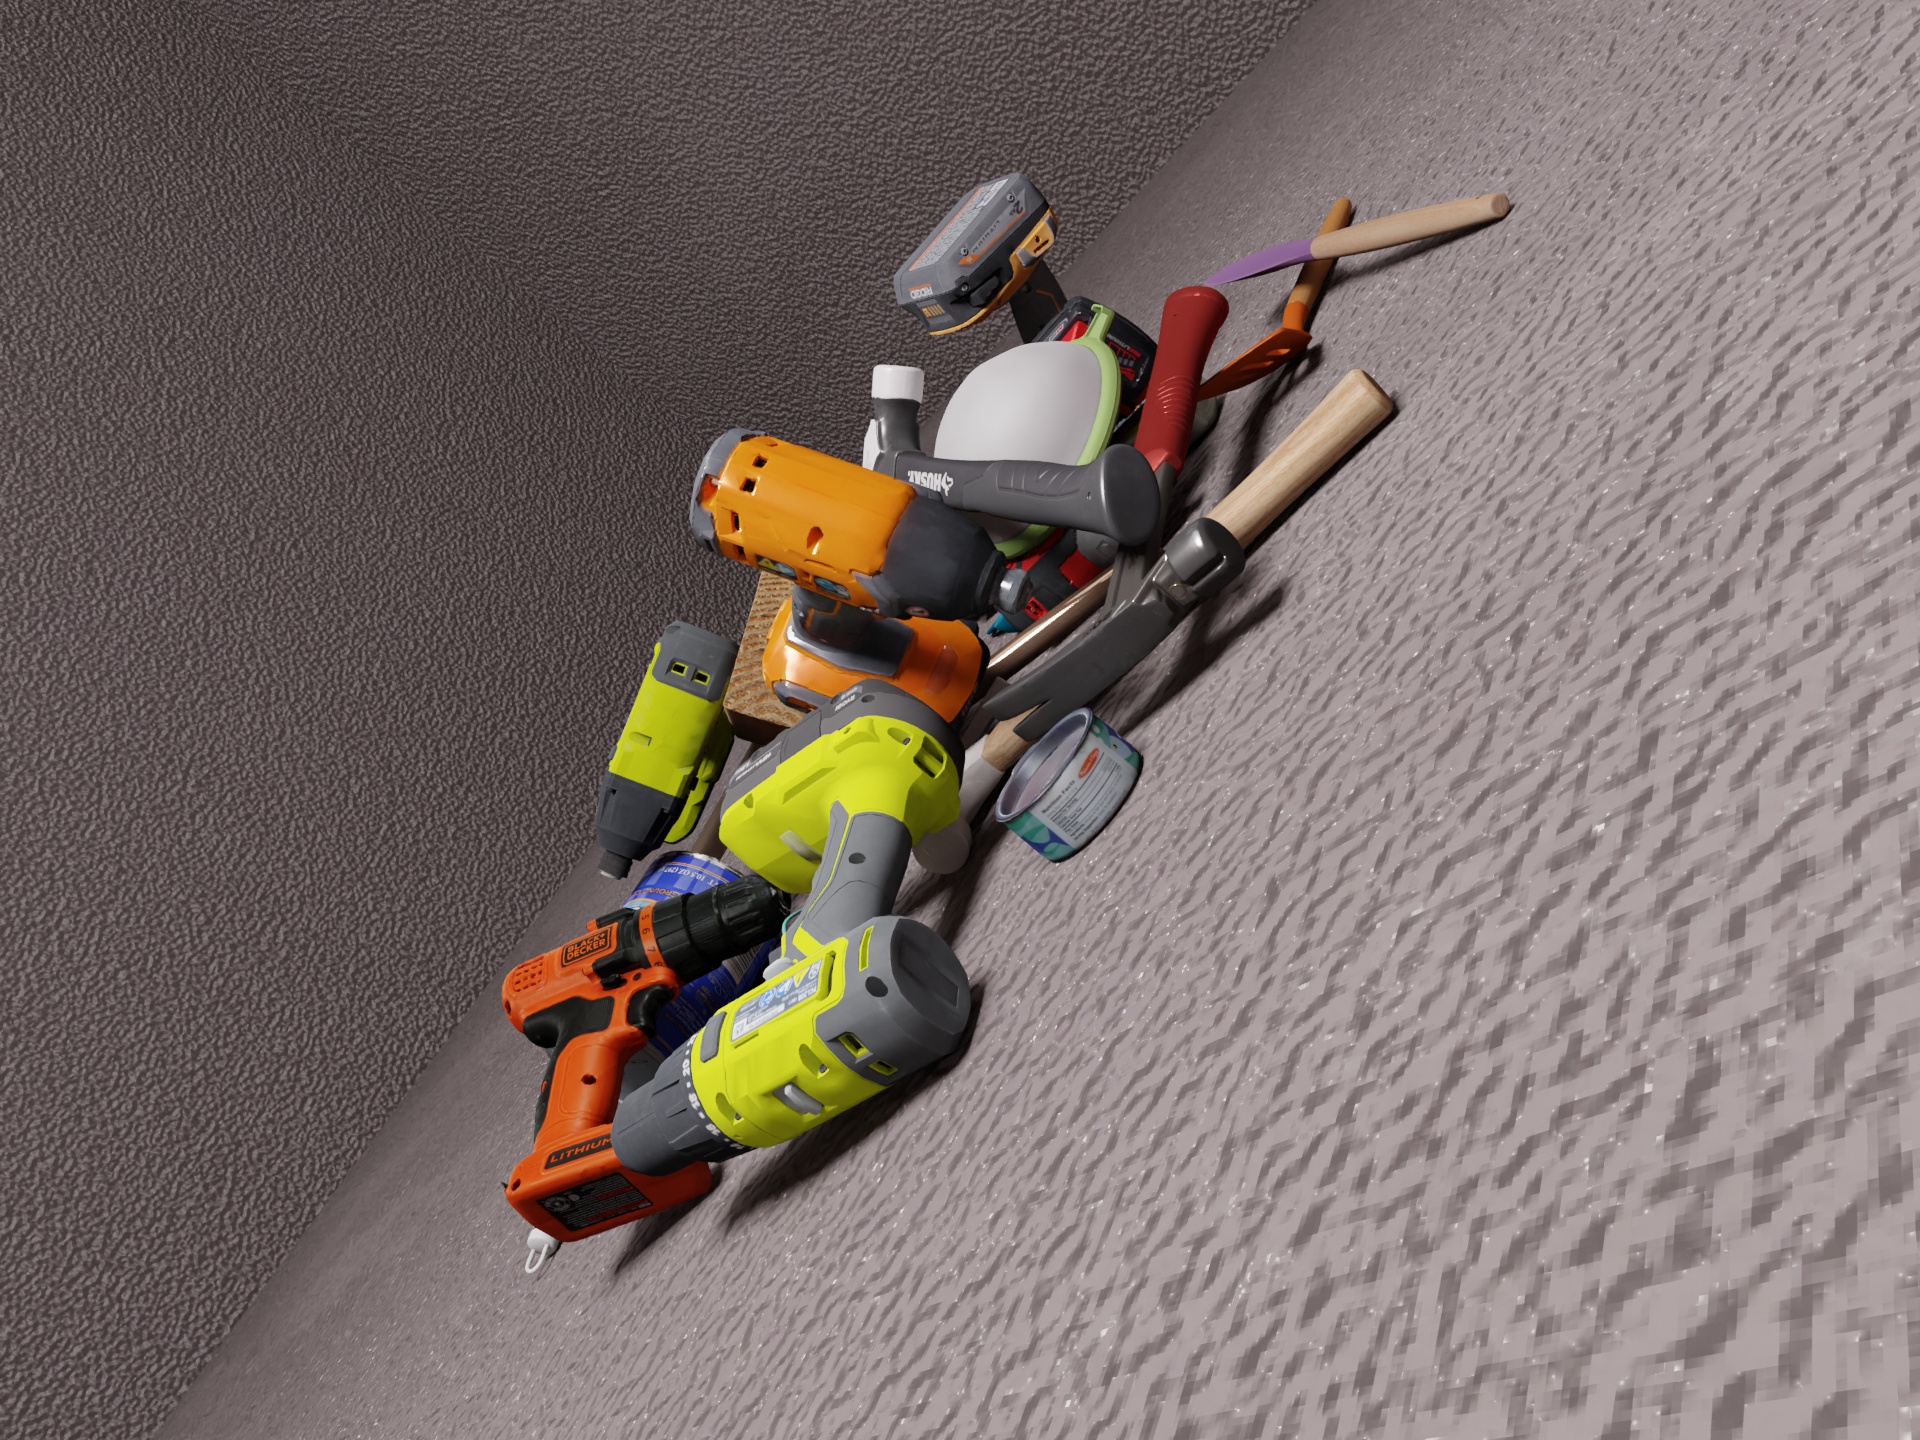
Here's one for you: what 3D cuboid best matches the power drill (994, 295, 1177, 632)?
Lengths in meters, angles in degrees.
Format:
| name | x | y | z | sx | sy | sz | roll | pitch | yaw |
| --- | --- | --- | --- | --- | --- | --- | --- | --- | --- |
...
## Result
| name | x | y | z | sx | sy | sz | roll | pitch | yaw |
| --- | --- | --- | --- | --- | --- | --- | --- | --- | --- |
| power drill | 0.080 | -0.168 | 1.032 | 0.143 | 0.078 | 0.220 | -43 | 32 | 37 |

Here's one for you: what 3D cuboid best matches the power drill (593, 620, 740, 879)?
| name | x | y | z | sx | sy | sz | roll | pitch | yaw |
| --- | --- | --- | --- | --- | --- | --- | --- | --- | --- |
| power drill | -0.210 | 0.026 | 1.126 | 0.223 | 0.080 | 0.171 | 160 | 132 | -82 |

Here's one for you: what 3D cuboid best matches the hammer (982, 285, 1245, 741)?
| name | x | y | z | sx | sy | sz | roll | pitch | yaw |
| --- | --- | --- | --- | --- | --- | --- | --- | --- | --- |
| hammer | 0.101 | -0.138 | 0.863 | 0.149 | 0.036 | 0.359 | -39 | 20 | 35 |

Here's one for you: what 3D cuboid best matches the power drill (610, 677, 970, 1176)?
| name | x | y | z | sx | sy | sz | roll | pitch | yaw |
| --- | --- | --- | --- | --- | --- | --- | --- | --- | --- |
| power drill | -0.078 | 0.101 | 0.761 | 0.190 | 0.080 | 0.229 | -33 | 29 | 27 |

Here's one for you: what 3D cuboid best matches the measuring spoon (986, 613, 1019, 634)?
| name | x | y | z | sx | sy | sz | roll | pitch | yaw |
| --- | --- | --- | --- | --- | --- | --- | --- | --- | --- |
| measuring spoon | 0.039 | -0.072 | 1.154 | 0.042 | 0.021 | 0.128 | -53 | 2 | -8 |

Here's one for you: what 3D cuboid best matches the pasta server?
| name | x | y | z | sx | sy | sz | roll | pitch | yaw |
| --- | --- | --- | --- | --- | --- | --- | --- | --- | --- |
| pasta server | -0.002 | -0.003 | 0.965 | 0.316 | 0.040 | 0.060 | -38 | 5 | 10 |

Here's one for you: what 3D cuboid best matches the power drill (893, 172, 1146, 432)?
| name | x | y | z | sx | sy | sz | roll | pitch | yaw |
| --- | --- | --- | --- | --- | --- | --- | --- | --- | --- |
| power drill | 0.049 | -0.260 | 1.178 | 0.084 | 0.226 | 0.185 | 6 | 53 | 54 |

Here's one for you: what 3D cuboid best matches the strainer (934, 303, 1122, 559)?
| name | x | y | z | sx | sy | sz | roll | pitch | yaw |
| --- | --- | --- | --- | --- | --- | --- | --- | --- | --- |
| strainer | -0.003 | -0.162 | 1.021 | 0.256 | 0.069 | 0.152 | -31 | 43 | 46 |

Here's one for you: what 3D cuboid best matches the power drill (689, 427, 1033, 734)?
| name | x | y | z | sx | sy | sz | roll | pitch | yaw |
| --- | --- | --- | --- | --- | --- | --- | --- | --- | --- |
| power drill | -0.040 | -0.057 | 0.826 | 0.226 | 0.164 | 0.084 | 81 | -149 | -70 |

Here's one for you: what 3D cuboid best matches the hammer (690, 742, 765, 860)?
| name | x | y | z | sx | sy | sz | roll | pitch | yaw |
| --- | --- | --- | --- | --- | --- | --- | --- | --- | --- |
| hammer | -0.204 | 0.102 | 1.291 | 0.410 | 0.038 | 0.146 | -58 | 8 | 15 |

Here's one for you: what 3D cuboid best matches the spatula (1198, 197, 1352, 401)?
| name | x | y | z | sx | sy | sz | roll | pitch | yaw |
| --- | --- | --- | --- | --- | --- | --- | --- | --- | --- |
| spatula | 0.223 | -0.289 | 1.057 | 0.081 | 0.041 | 0.323 | -33 | 19 | 40 |

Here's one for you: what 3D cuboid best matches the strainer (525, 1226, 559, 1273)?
| name | x | y | z | sx | sy | sz | roll | pitch | yaw |
| --- | --- | --- | --- | --- | --- | --- | --- | --- | --- |
| strainer | -0.250 | 0.271 | 1.097 | 0.087 | 0.050 | 0.259 | -19 | 30 | 22 |

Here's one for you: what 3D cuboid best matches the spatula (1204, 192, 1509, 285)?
| name | x | y | z | sx | sy | sz | roll | pitch | yaw |
| --- | --- | --- | --- | --- | --- | --- | --- | --- | --- |
| spatula | 0.233 | -0.293 | 0.979 | 0.060 | 0.018 | 0.316 | -31 | 17 | -11 |

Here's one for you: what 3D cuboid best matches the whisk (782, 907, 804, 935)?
| name | x | y | z | sx | sy | sz | roll | pitch | yaw |
| --- | --- | --- | --- | --- | --- | --- | --- | --- | --- |
| whisk | -0.080 | 0.113 | 0.945 | 0.047 | 0.051 | 0.245 | -54 | 7 | 9 |

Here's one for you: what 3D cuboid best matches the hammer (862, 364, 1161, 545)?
| name | x | y | z | sx | sy | sz | roll | pitch | yaw |
| --- | --- | --- | --- | --- | --- | --- | --- | --- | --- |
| hammer | 0.014 | -0.121 | 0.866 | 0.335 | 0.035 | 0.146 | -155 | 69 | -65 |

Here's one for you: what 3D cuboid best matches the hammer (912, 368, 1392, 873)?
| name | x | y | z | sx | sy | sz | roll | pitch | yaw |
| --- | --- | --- | --- | --- | --- | --- | --- | --- | --- |
| hammer | 0.094 | -0.056 | 0.833 | 0.331 | 0.031 | 0.130 | -45 | 13 | 24 |
